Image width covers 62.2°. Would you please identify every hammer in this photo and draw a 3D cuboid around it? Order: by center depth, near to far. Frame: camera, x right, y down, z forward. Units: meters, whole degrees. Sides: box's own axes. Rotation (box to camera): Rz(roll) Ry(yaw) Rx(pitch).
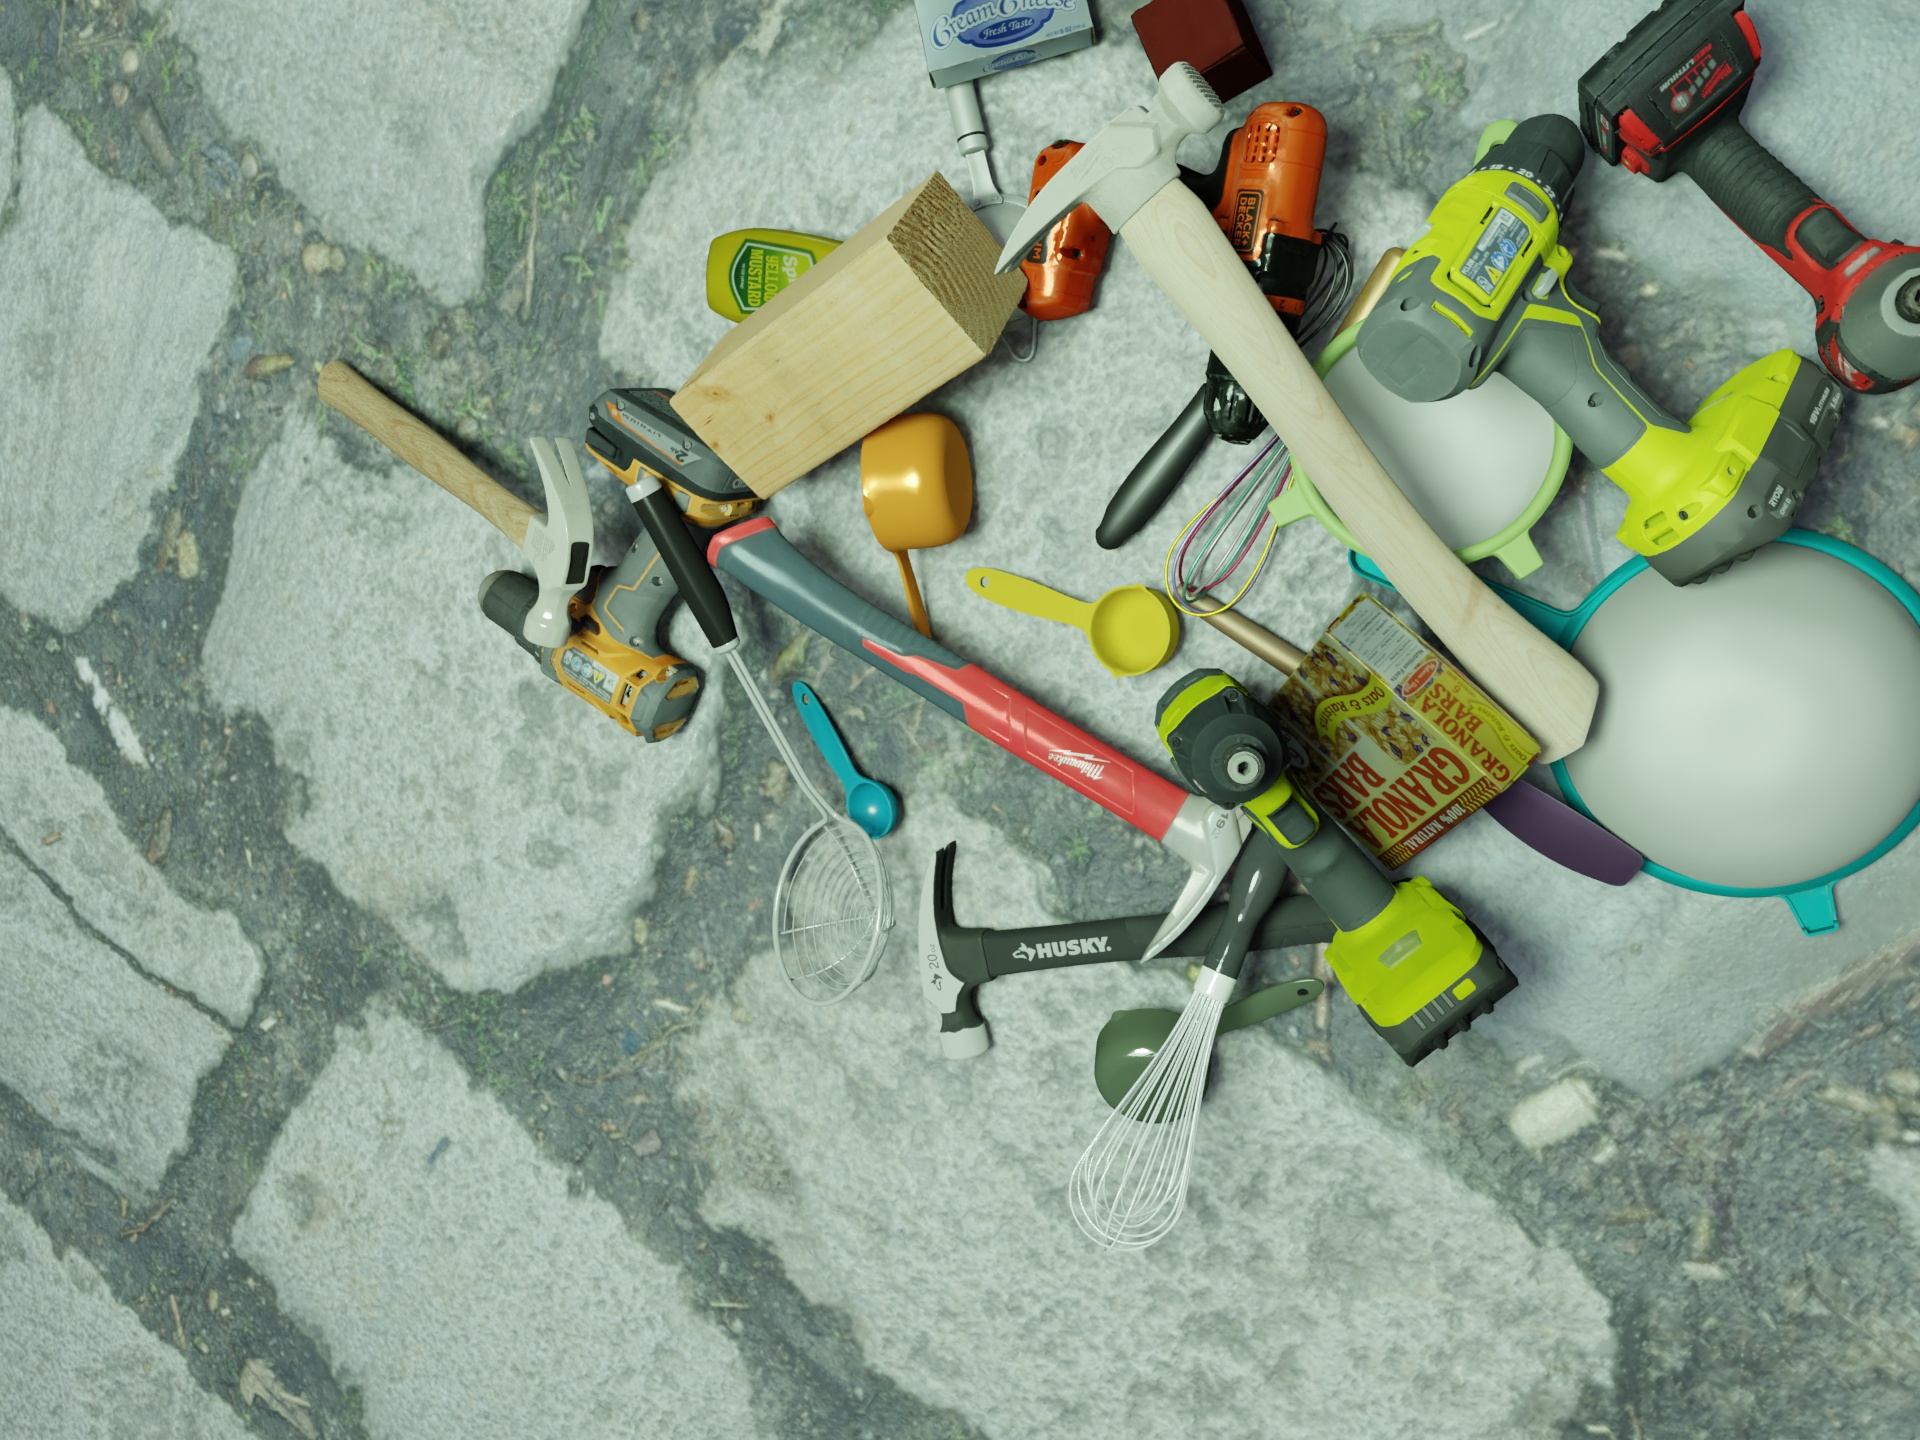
[{"bbox_3d":[0.190,-0.141,0.854,0.146,0.038,0.410,-38,91,29],"label":"hammer"},{"bbox_3d":[-0.002,-0.003,1.006,0.386,0.038,0.143,31,98,9],"label":"hammer"},{"bbox_3d":[0.125,0.135,1.031,0.335,0.035,0.146,-10,95,24],"label":"hammer"},{"bbox_3d":[-0.369,-0.185,1.144,0.332,0.031,0.130,35,117,31],"label":"hammer"}]

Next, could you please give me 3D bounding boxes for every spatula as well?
[{"bbox_3d":[0.259,0.004,0.956,0.316,0.059,0.018,35,67,18],"label":"spatula"}]

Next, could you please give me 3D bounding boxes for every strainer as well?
[{"bbox_3d":[0.367,-0.026,0.872,0.340,0.095,0.211,27,108,16],"label":"strainer"},{"bbox_3d":[0.278,-0.207,0.906,0.151,0.069,0.256,14,88,14],"label":"strainer"},{"bbox_3d":[0.008,-0.355,1.003,0.087,0.050,0.258,-14,90,8],"label":"strainer"}]

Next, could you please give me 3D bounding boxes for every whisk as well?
[{"bbox_3d":[0.195,-0.170,0.950,0.047,0.051,0.245,42,108,38],"label":"whisk"},{"bbox_3d":[0.142,0.190,0.964,0.070,0.070,0.284,22,89,18],"label":"whisk"},{"bbox_3d":[0.155,-0.198,0.965,0.055,0.055,0.239,43,116,11],"label":"whisk"}]

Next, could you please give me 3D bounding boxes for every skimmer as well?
[{"bbox_3d":[-0.146,0.016,1.055,0.127,0.090,0.363,-9,113,50],"label":"skimmer"}]

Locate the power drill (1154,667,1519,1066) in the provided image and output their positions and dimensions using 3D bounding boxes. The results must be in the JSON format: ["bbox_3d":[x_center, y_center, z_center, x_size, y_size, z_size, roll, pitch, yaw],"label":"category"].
[{"bbox_3d":[0.196,0.073,0.871,0.080,0.171,0.223,-41,95,7],"label":"power drill"}]

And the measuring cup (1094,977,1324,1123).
[{"bbox_3d":[0.157,0.206,1.005,0.167,0.038,0.083,-31,111,30],"label":"measuring cup"}]

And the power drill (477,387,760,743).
[{"bbox_3d":[-0.245,-0.121,1.126,0.185,0.084,0.226,32,113,17],"label":"power drill"}]

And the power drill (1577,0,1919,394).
[{"bbox_3d":[0.411,-0.258,0.793,0.078,0.143,0.220,-41,79,20],"label":"power drill"}]

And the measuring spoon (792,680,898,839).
[{"bbox_3d":[-0.079,0.024,1.113,0.042,0.021,0.129,-43,71,37],"label":"measuring spoon"}]

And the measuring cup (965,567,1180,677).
[{"bbox_3d":[0.072,-0.073,1.032,0.157,0.029,0.062,22,106,31],"label":"measuring cup"}]

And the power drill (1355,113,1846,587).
[{"bbox_3d":[0.334,-0.197,0.822,0.228,0.191,0.080,38,156,-3],"label":"power drill"}]

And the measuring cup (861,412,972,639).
[{"bbox_3d":[-0.016,-0.116,1.037,0.052,0.095,0.173,-5,115,18],"label":"measuring cup"}]
